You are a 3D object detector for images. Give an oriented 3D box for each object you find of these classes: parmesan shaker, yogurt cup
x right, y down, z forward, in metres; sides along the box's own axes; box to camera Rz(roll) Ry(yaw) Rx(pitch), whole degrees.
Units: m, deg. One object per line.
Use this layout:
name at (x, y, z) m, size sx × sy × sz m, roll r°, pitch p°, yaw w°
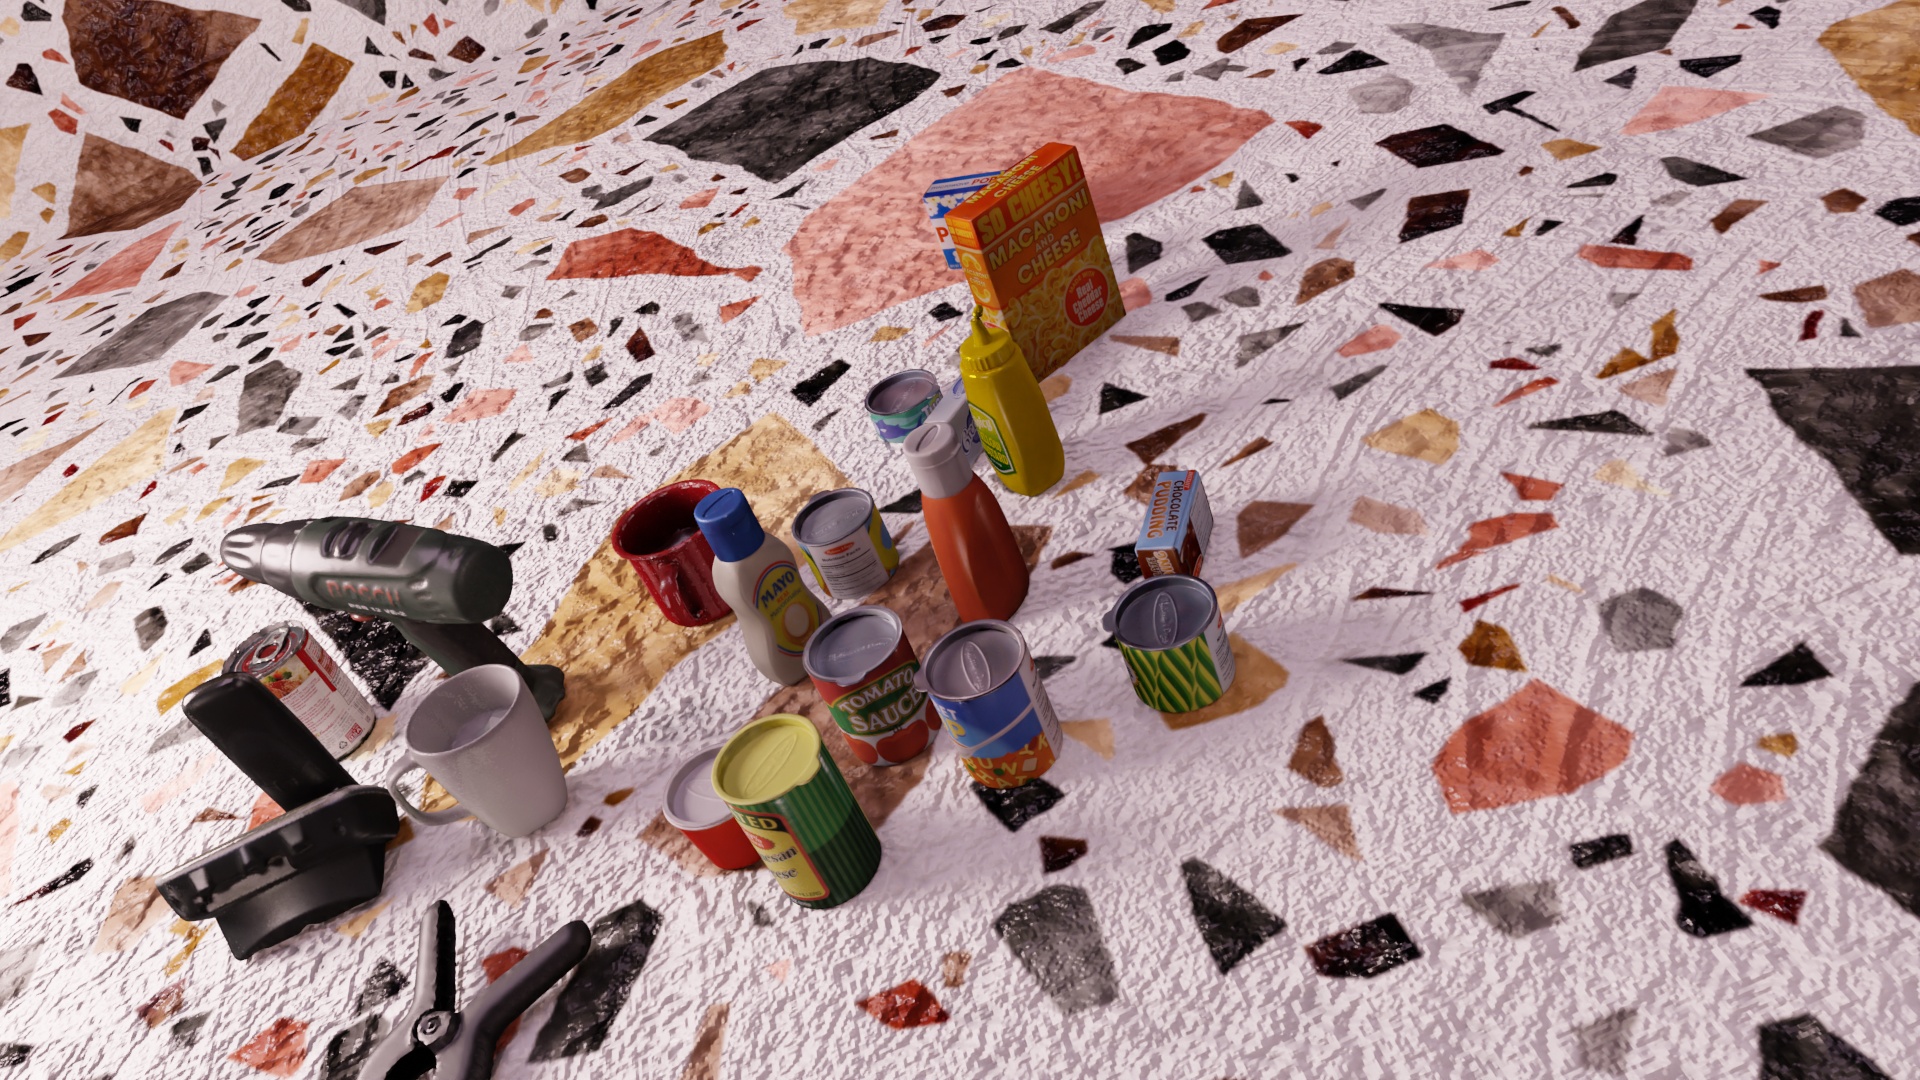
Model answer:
parmesan shaker at (-0.092, 0.160, 0.811) m, size 0.071 × 0.102 × 0.072 m, roll -15°, pitch 37°, yaw 11°
yogurt cup at (-0.145, 0.168, 0.871) m, size 0.072 × 0.053 × 0.073 m, roll -15°, pitch 37°, yaw 11°

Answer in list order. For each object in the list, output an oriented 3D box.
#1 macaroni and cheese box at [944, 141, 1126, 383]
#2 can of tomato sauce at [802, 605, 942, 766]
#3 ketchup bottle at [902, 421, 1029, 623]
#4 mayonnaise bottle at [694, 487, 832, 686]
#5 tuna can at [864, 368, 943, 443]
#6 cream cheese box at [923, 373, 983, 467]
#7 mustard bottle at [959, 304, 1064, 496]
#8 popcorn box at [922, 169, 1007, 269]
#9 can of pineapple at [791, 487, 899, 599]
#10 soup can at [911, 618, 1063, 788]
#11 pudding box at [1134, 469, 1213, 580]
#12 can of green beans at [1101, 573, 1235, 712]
macaroni and cheese box at (0.065, -0.230, 1.167) m, size 0.124 × 0.165 × 0.040 m, roll -40°, pitch 39°, yaw -21°
can of tomato sauce at (-0.054, 0.095, 0.891) m, size 0.071 × 0.082 × 0.071 m, roll -15°, pitch 37°, yaw 11°
ketchup bottle at (0.003, -0.012, 0.939) m, size 0.043 × 0.148 × 0.065 m, roll 3°, pitch 43°, yaw 31°
mayonnaise bottle at (-0.137, 0.031, 0.961) m, size 0.041 × 0.147 × 0.065 m, roll 17°, pitch 52°, yaw 41°
tuna can at (-0.044, -0.116, 1.194) m, size 0.071 × 0.032 × 0.071 m, roll -14°, pitch 37°, yaw 11°
cream cheese box at (0.011, -0.107, 1.136) m, size 0.024 × 0.053 × 0.104 m, roll 5°, pitch 44°, yaw 33°
mustard bottle at (0.031, -0.108, 1.036) m, size 0.049 × 0.159 × 0.065 m, roll -35°, pitch 38°, yaw -15°
popcorn box at (0.036, -0.316, 1.360) m, size 0.126 × 0.085 × 0.038 m, roll -1°, pitch 42°, yaw 27°
can of pineapple at (-0.086, 0.001, 1.047) m, size 0.071 × 0.057 × 0.071 m, roll -15°, pitch 37°, yaw 11°
soup can at (0.018, 0.101, 0.845) m, size 0.071 × 0.083 × 0.072 m, roll -15°, pitch 37°, yaw 11°
pudding box at (0.145, -0.004, 0.938) m, size 0.030 × 0.049 × 0.084 m, roll -3°, pitch 41°, yaw 26°
can of green beans at (0.131, 0.063, 0.854) m, size 0.071 × 0.057 × 0.071 m, roll -15°, pitch 37°, yaw 11°
